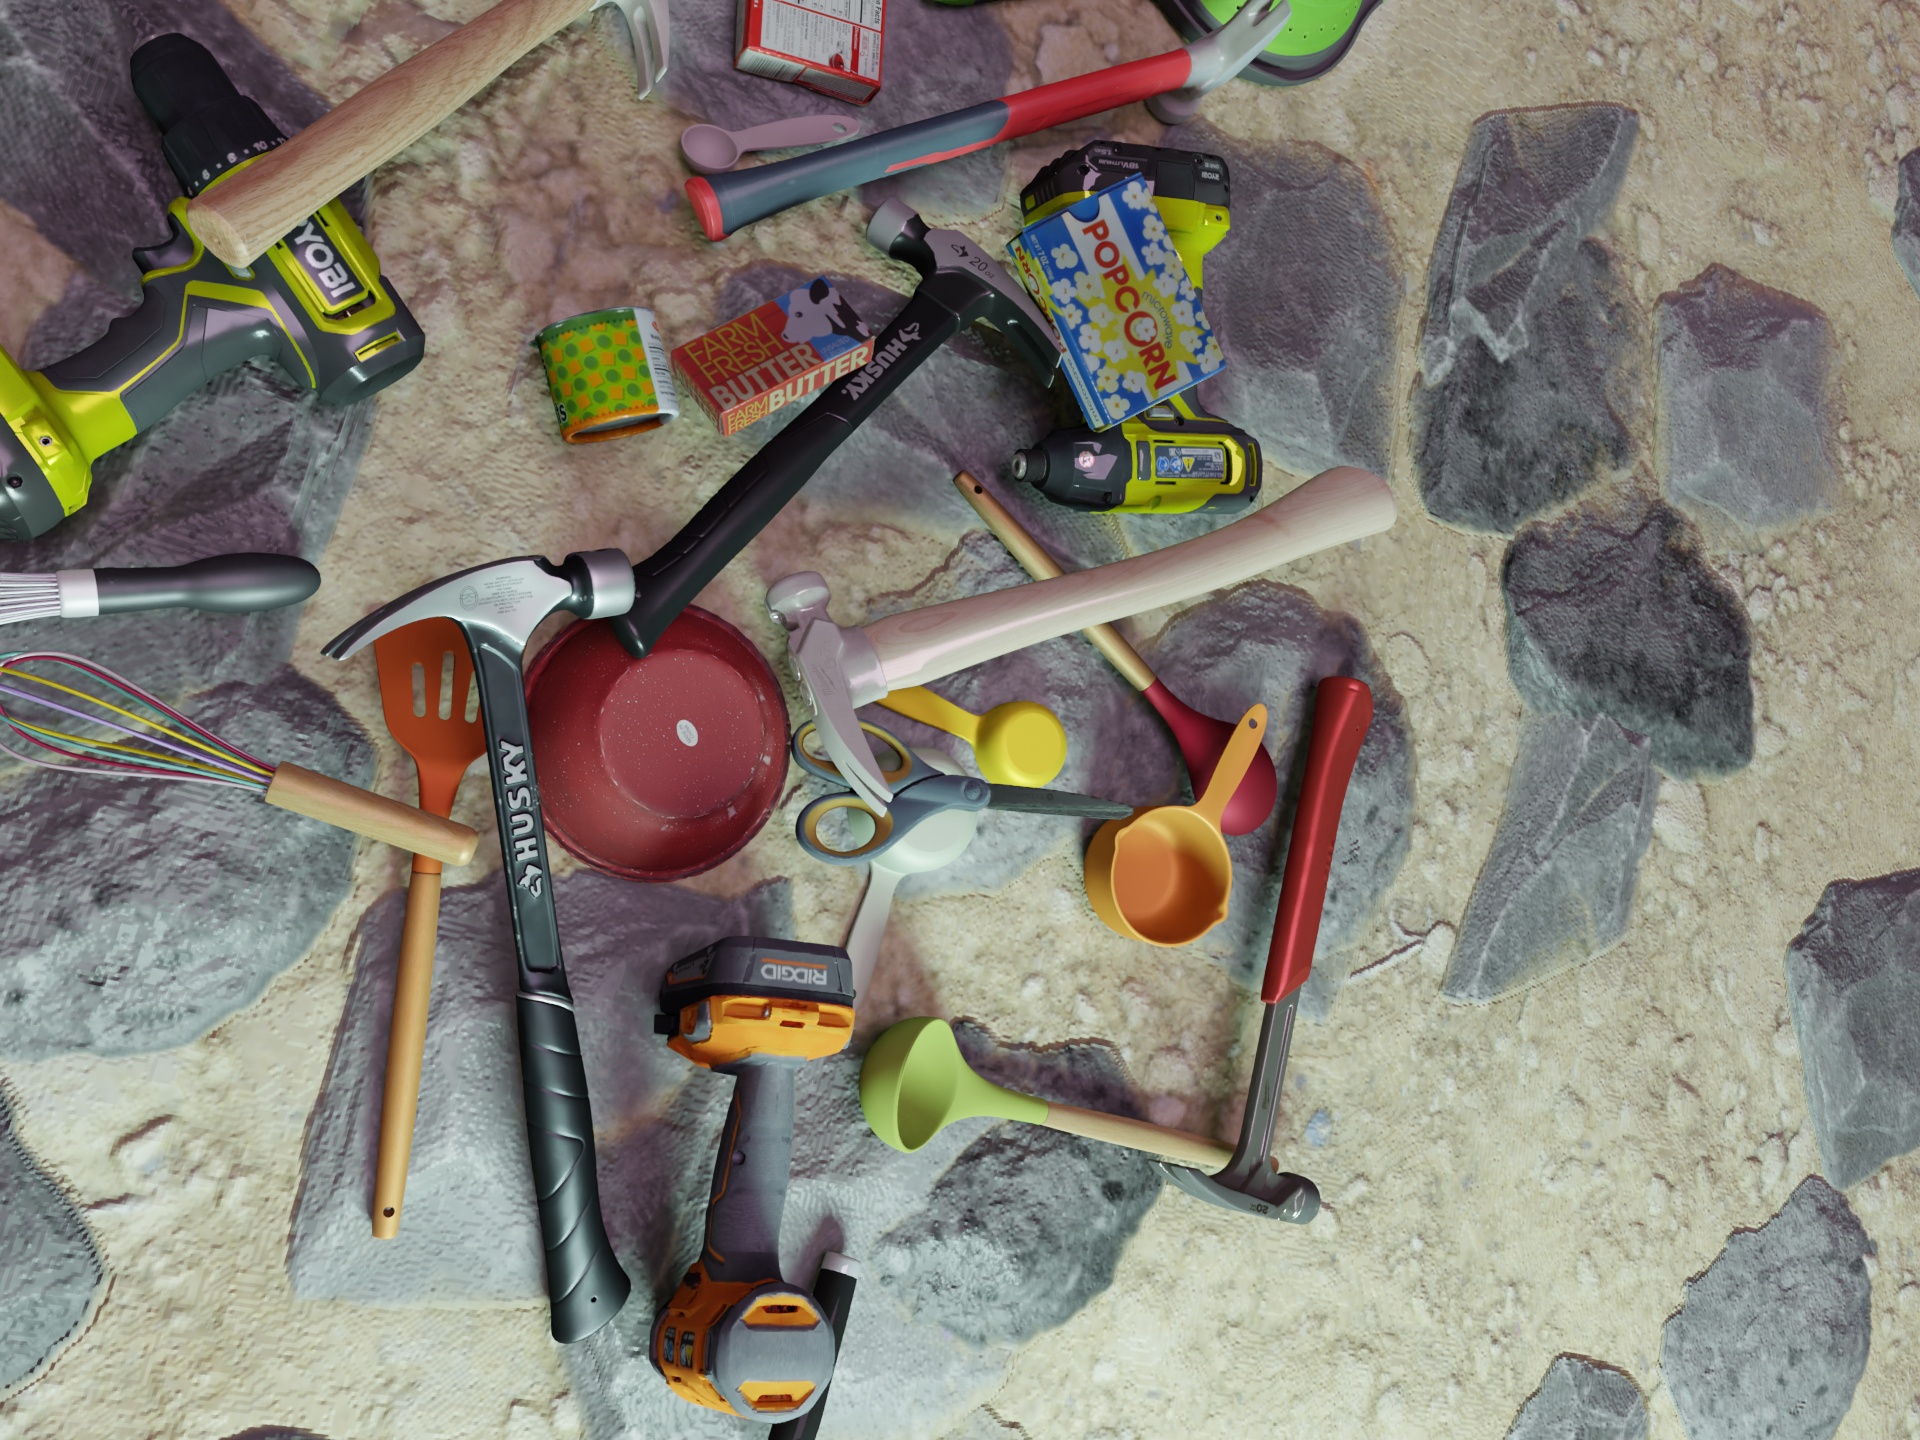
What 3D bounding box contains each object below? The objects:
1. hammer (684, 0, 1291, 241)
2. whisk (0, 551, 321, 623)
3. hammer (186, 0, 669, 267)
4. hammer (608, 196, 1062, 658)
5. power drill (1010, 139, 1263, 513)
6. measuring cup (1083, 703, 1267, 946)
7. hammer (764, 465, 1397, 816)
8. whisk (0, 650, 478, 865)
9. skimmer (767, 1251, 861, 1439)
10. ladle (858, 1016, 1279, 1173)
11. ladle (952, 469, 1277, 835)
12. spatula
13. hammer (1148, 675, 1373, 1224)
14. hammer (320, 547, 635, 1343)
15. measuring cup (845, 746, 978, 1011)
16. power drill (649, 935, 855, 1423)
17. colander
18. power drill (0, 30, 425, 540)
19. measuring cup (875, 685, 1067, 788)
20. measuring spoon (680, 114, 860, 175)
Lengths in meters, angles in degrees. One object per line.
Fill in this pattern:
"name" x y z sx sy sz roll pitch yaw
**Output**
"hammer" 0.019 -0.366 0.959 0.386 0.143 0.038 -24 93 -22
"whisk" -0.447 -0.057 0.738 0.284 0.070 0.070 -8 89 -32
"hammer" -0.265 -0.332 0.823 0.130 0.031 0.331 46 54 -17
"hammer" -0.079 -0.158 0.900 0.146 0.035 0.335 37 65 6
"power drill" 0.107 -0.244 1.018 0.171 0.080 0.223 -3 90 -27
"measuring cup" 0.142 0.063 1.017 0.095 0.052 0.174 37 72 -18
"hammer" 0.097 -0.071 0.963 0.410 0.038 0.146 -19 71 -20
"whisk" -0.355 0.022 0.771 0.244 0.051 0.047 22 116 -17
"skimmer" -0.129 0.474 0.864 0.127 0.090 0.363 26 65 -19
"ladle" 0.078 0.246 0.972 0.320 0.062 0.078 20 77 -26
"ladle" 0.104 -0.043 1.027 0.315 0.031 0.069 46 68 -14
"spatula" -0.281 0.103 0.826 0.081 0.041 0.322 7 86 -25
"hammer" 0.212 0.137 1.035 0.149 0.037 0.359 30 67 -39
"hammer" -0.216 0.124 0.800 0.149 0.036 0.409 -12 104 -35
"measuring cup" -0.038 0.094 0.935 0.083 0.038 0.168 24 74 -23
"power drill" -0.119 0.238 0.833 0.084 0.164 0.227 11 69 -25
"colander" 0.159 -0.529 1.056 0.397 0.094 0.204 -20 94 -26
"power drill" -0.403 -0.209 0.763 0.228 0.080 0.190 -38 103 -27
"measuring cup" -0.002 -0.003 0.967 0.156 0.029 0.062 24 75 -24
"measuring spoon" -0.113 -0.345 0.953 0.124 0.018 0.034 -23 73 -32
